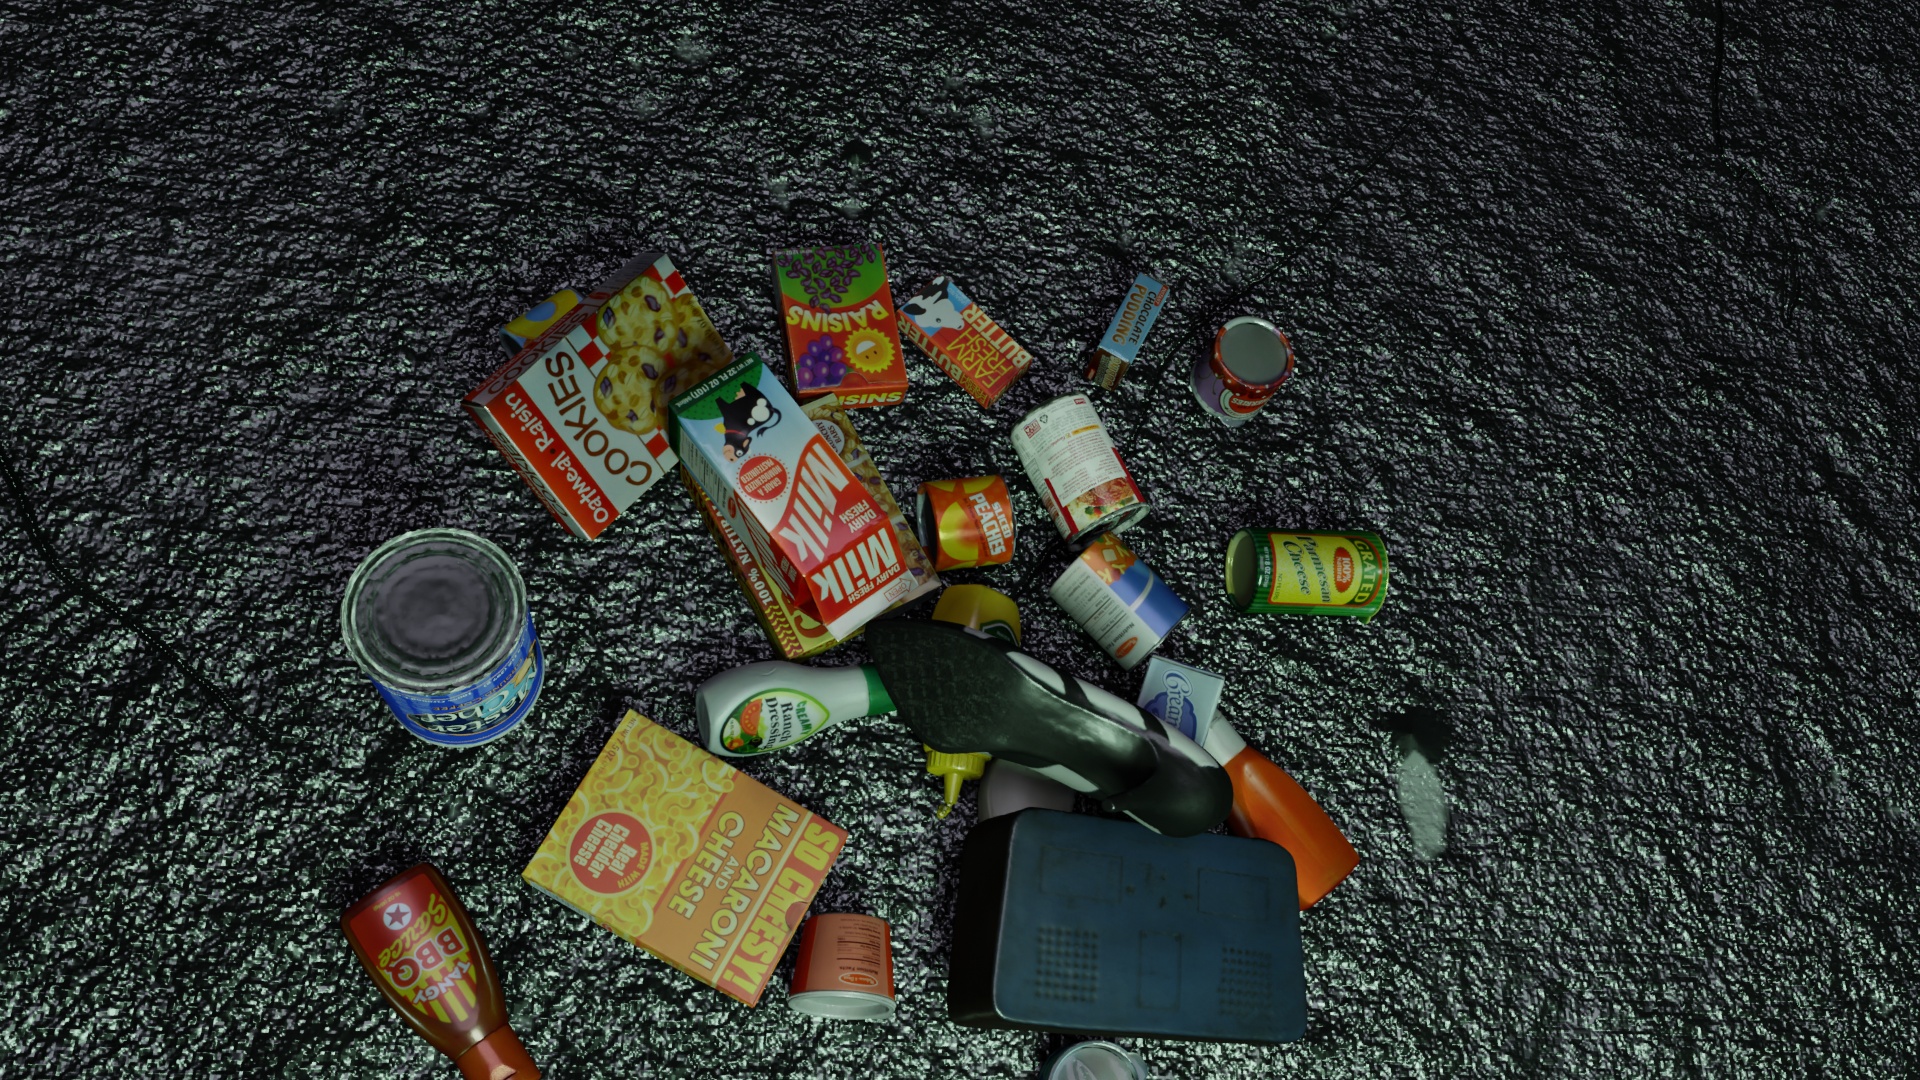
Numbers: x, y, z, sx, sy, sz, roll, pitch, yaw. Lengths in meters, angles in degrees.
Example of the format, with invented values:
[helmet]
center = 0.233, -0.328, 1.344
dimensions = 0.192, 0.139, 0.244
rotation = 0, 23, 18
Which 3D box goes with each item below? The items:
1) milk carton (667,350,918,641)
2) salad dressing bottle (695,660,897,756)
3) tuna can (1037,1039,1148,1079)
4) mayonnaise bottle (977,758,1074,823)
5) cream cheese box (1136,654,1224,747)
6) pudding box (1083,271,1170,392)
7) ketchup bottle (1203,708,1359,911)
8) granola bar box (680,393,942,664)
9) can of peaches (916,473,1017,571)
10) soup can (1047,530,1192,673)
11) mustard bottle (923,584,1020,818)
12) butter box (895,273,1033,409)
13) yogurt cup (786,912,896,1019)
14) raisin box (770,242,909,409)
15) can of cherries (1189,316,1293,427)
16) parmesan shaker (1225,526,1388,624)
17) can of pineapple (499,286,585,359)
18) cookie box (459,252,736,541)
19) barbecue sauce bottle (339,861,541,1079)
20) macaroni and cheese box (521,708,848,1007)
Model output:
[milk carton]
center = -0.113, -0.025, 0.935
dimensions = 0.072, 0.073, 0.191
rotation = -35, 80, -21
[salad dressing bottle]
center = -0.102, 0.108, 0.940
dimensions = 0.148, 0.064, 0.044
rotation = -8, 33, -23
[tuna can]
center = 0.086, 0.355, 0.895
dimensions = 0.071, 0.032, 0.071
rotation = 4, 68, -11
[mayonnaise bottle]
center = 0.034, 0.224, 0.932
dimensions = 0.065, 0.041, 0.148
rotation = 17, 67, -10
[cream cheese box]
center = 0.144, 0.136, 0.970
dimensions = 0.053, 0.024, 0.103
rotation = 18, 91, 15
[pudding box]
center = 0.132, -0.165, 1.101
dimensions = 0.030, 0.049, 0.084
rotation = 29, 66, 1
[ketchup bottle]
center = 0.213, 0.185, 0.984
dimensions = 0.065, 0.043, 0.149
rotation = -33, 79, -27
[granola bar box]
center = -0.108, -0.008, 0.992
dimensions = 0.124, 0.039, 0.166
rotation = -25, 76, -19
[can of peaches]
center = 0.004, -0.013, 1.002
dimensions = 0.058, 0.071, 0.071
rotation = -6, 71, -14
[soup can]
center = 0.116, 0.043, 1.008
dimensions = 0.084, 0.071, 0.071
rotation = 45, 67, 7
[mustard bottle]
center = 0.004, 0.112, 0.957
dimensions = 0.065, 0.048, 0.161
rotation = 30, 61, -46
[butter box]
center = 0.002, -0.156, 1.083
dimensions = 0.103, 0.024, 0.053
rotation = 44, 66, 6
[yogurt cup]
center = -0.073, 0.269, 0.878
dimensions = 0.072, 0.072, 0.054
rotation = 8, 60, -9
[raisin box]
center = -0.093, -0.162, 1.057
dimensions = 0.086, 0.040, 0.123
rotation = -6, 71, -15
[can of cherries]
center = 0.224, -0.134, 1.105
dimensions = 0.071, 0.058, 0.072
rotation = 4, 68, -11
[parmesan shaker]
center = 0.259, 0.027, 1.046
dimensions = 0.103, 0.071, 0.071
rotation = 2, 69, -11
[can of pineapple]
center = -0.284, -0.137, 0.989
dimensions = 0.058, 0.070, 0.071
rotation = -39, 82, -22
[cookie box]
center = -0.240, -0.100, 0.963
dimensions = 0.168, 0.040, 0.122
rotation = -47, 127, -24
[barbecue sauce bottle]
center = -0.308, 0.271, 0.836
dimensions = 0.065, 0.043, 0.148
rotation = -33, 79, -23
[macaroni and cheese box]
center = -0.174, 0.204, 0.893
dimensions = 0.166, 0.040, 0.124
rotation = 29, 67, 0
